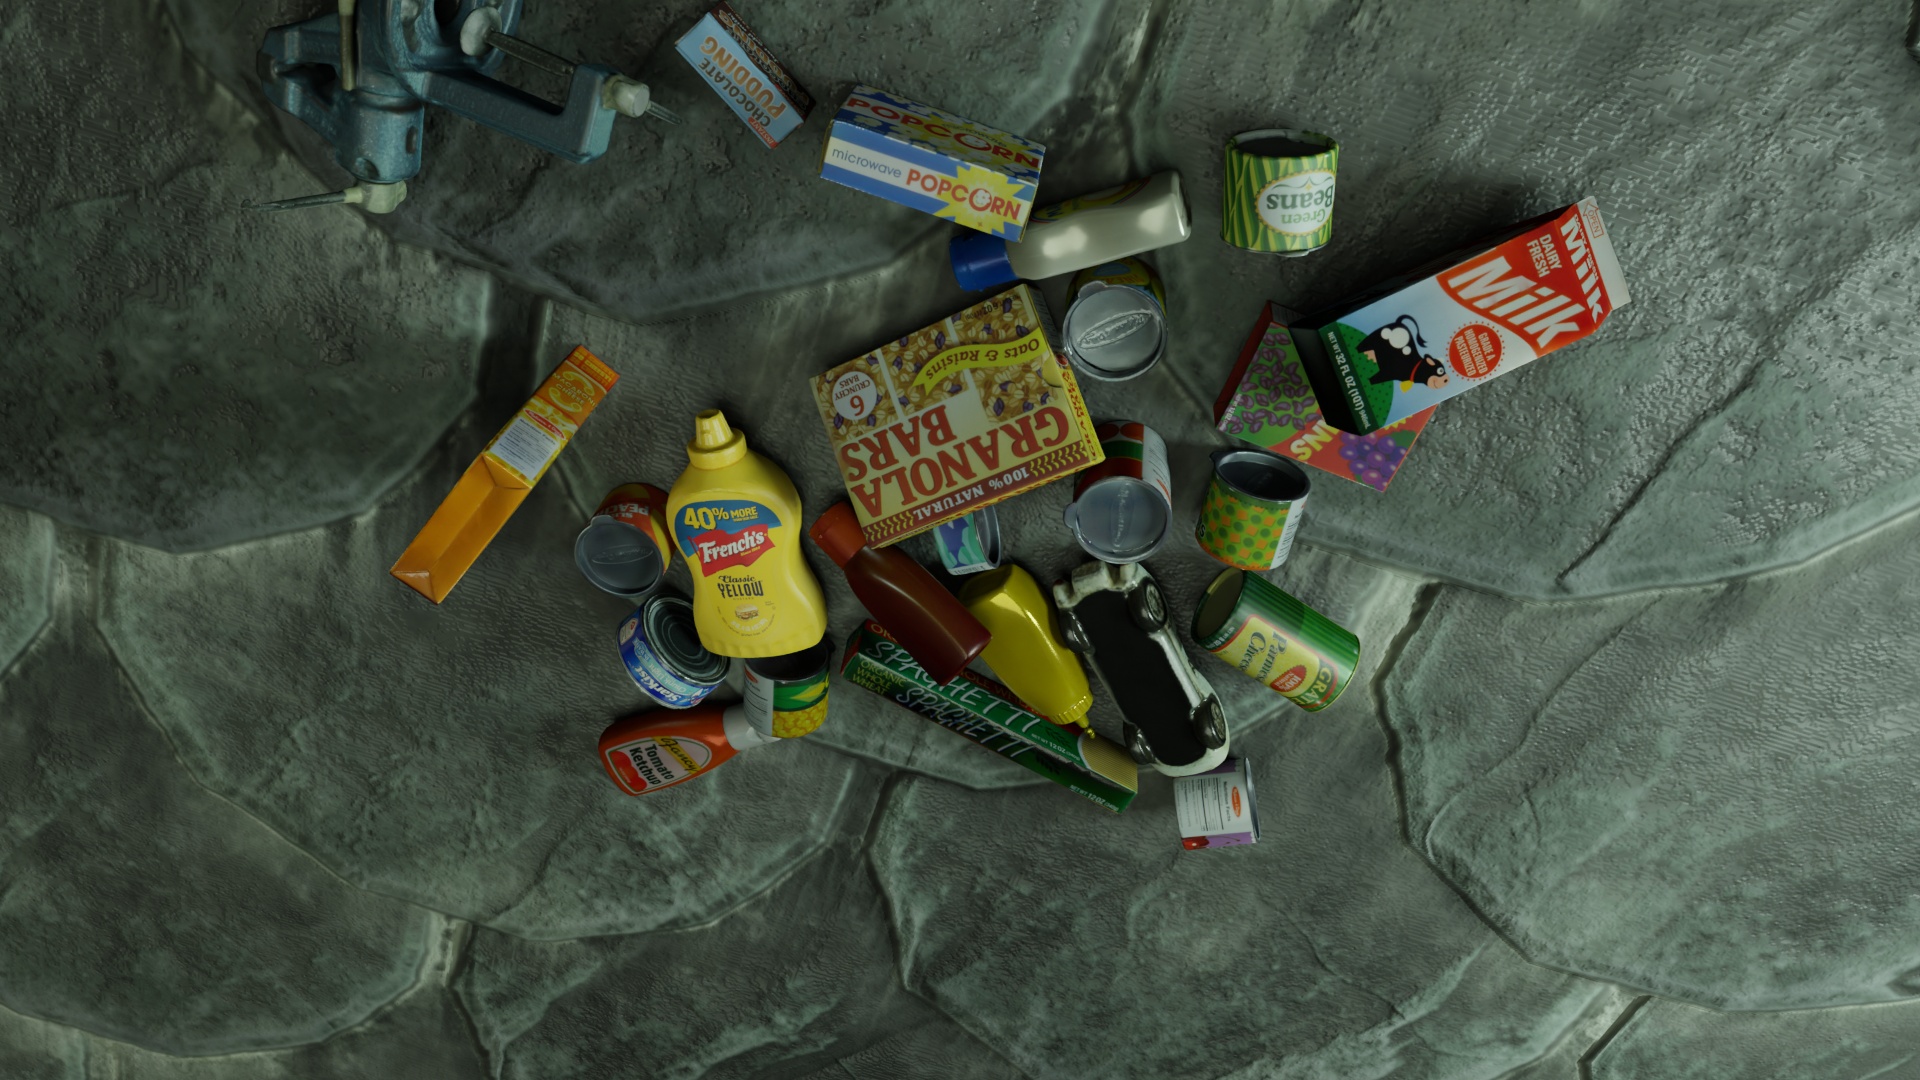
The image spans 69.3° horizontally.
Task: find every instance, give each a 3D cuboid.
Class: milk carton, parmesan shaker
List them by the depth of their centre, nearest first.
[{"bbox_3d":[0.304,-0.136,0.835,0.190,0.073,0.072,-24,100,2],"label":"milk carton"},{"bbox_3d":[0.224,0.072,1.001,0.103,0.072,0.071,31,120,-11],"label":"parmesan shaker"}]

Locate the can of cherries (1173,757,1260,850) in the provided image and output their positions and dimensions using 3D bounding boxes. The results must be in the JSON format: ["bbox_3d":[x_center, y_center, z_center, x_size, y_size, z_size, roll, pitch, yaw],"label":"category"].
[{"bbox_3d":[0.201,0.207,1.088,0.058,0.072,0.071,-10,120,14],"label":"can of cherries"}]

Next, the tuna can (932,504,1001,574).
[{"bbox_3d":[0.003,-0.012,0.977,0.033,0.071,0.070,-11,119,15],"label":"tuna can"}]

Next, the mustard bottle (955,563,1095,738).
[{"bbox_3d":[0.058,0.090,1.042,0.065,0.049,0.160,-21,118,29],"label":"mustard bottle"}]

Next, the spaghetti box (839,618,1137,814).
[{"bbox_3d":[0.025,0.136,1.074,0.250,0.050,0.028,28,119,-10],"label":"spaghetti box"}]

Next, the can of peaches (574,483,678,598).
[{"bbox_3d":[-0.242,-0.003,1.018,0.071,0.058,0.071,4,122,6],"label":"can of peaches"}]

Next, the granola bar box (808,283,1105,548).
[{"bbox_3d":[-0.005,-0.080,0.920,0.165,0.039,0.124,-21,87,19],"label":"granola bar box"}]

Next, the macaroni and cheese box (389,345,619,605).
[{"bbox_3d":[-0.303,-0.049,0.933,0.040,0.167,0.123,39,118,-16],"label":"macaroni and cheese box"}]

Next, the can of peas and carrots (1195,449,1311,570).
[{"bbox_3d":[0.196,-0.022,0.947,0.071,0.071,0.058,10,123,1],"label":"can of peas and carrots"}]

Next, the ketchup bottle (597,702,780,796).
[{"bbox_3d":[-0.215,0.161,1.123,0.148,0.044,0.064,-17,117,16],"label":"ketchup bottle"}]

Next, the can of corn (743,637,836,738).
[{"bbox_3d":[-0.132,0.109,1.069,0.071,0.071,0.058,8,123,2],"label":"can of corn"}]

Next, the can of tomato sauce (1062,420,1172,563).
[{"bbox_3d":[0.107,-0.034,0.939,0.071,0.083,0.070,3,122,5],"label":"can of tomato sauce"}]

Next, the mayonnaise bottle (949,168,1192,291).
[{"bbox_3d":[0.067,-0.190,0.864,0.148,0.065,0.041,-12,116,18],"label":"mayonnaise bottle"}]

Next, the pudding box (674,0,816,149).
[{"bbox_3d":[-0.129,-0.281,0.838,0.030,0.050,0.083,-36,111,23],"label":"pudding box"}]

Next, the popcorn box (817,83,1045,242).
[{"bbox_3d":[-0.015,-0.228,0.835,0.127,0.085,0.038,18,121,-3],"label":"popcorn box"}]

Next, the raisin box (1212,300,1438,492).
[{"bbox_3d":[0.240,-0.093,0.913,0.123,0.040,0.085,20,121,-4],"label":"raisin box"}]

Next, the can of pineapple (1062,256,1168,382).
[{"bbox_3d":[0.099,-0.144,0.888,0.071,0.058,0.070,3,122,5],"label":"can of pineapple"}]

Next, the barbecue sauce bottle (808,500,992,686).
[{"bbox_3d":[-0.046,0.035,0.998,0.148,0.044,0.064,45,145,6],"label":"barbecue sauce bottle"}]

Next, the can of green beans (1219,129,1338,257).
[{"bbox_3d":[0.190,-0.210,0.832,0.071,0.071,0.057,1,121,7],"label":"can of green beans"}]
